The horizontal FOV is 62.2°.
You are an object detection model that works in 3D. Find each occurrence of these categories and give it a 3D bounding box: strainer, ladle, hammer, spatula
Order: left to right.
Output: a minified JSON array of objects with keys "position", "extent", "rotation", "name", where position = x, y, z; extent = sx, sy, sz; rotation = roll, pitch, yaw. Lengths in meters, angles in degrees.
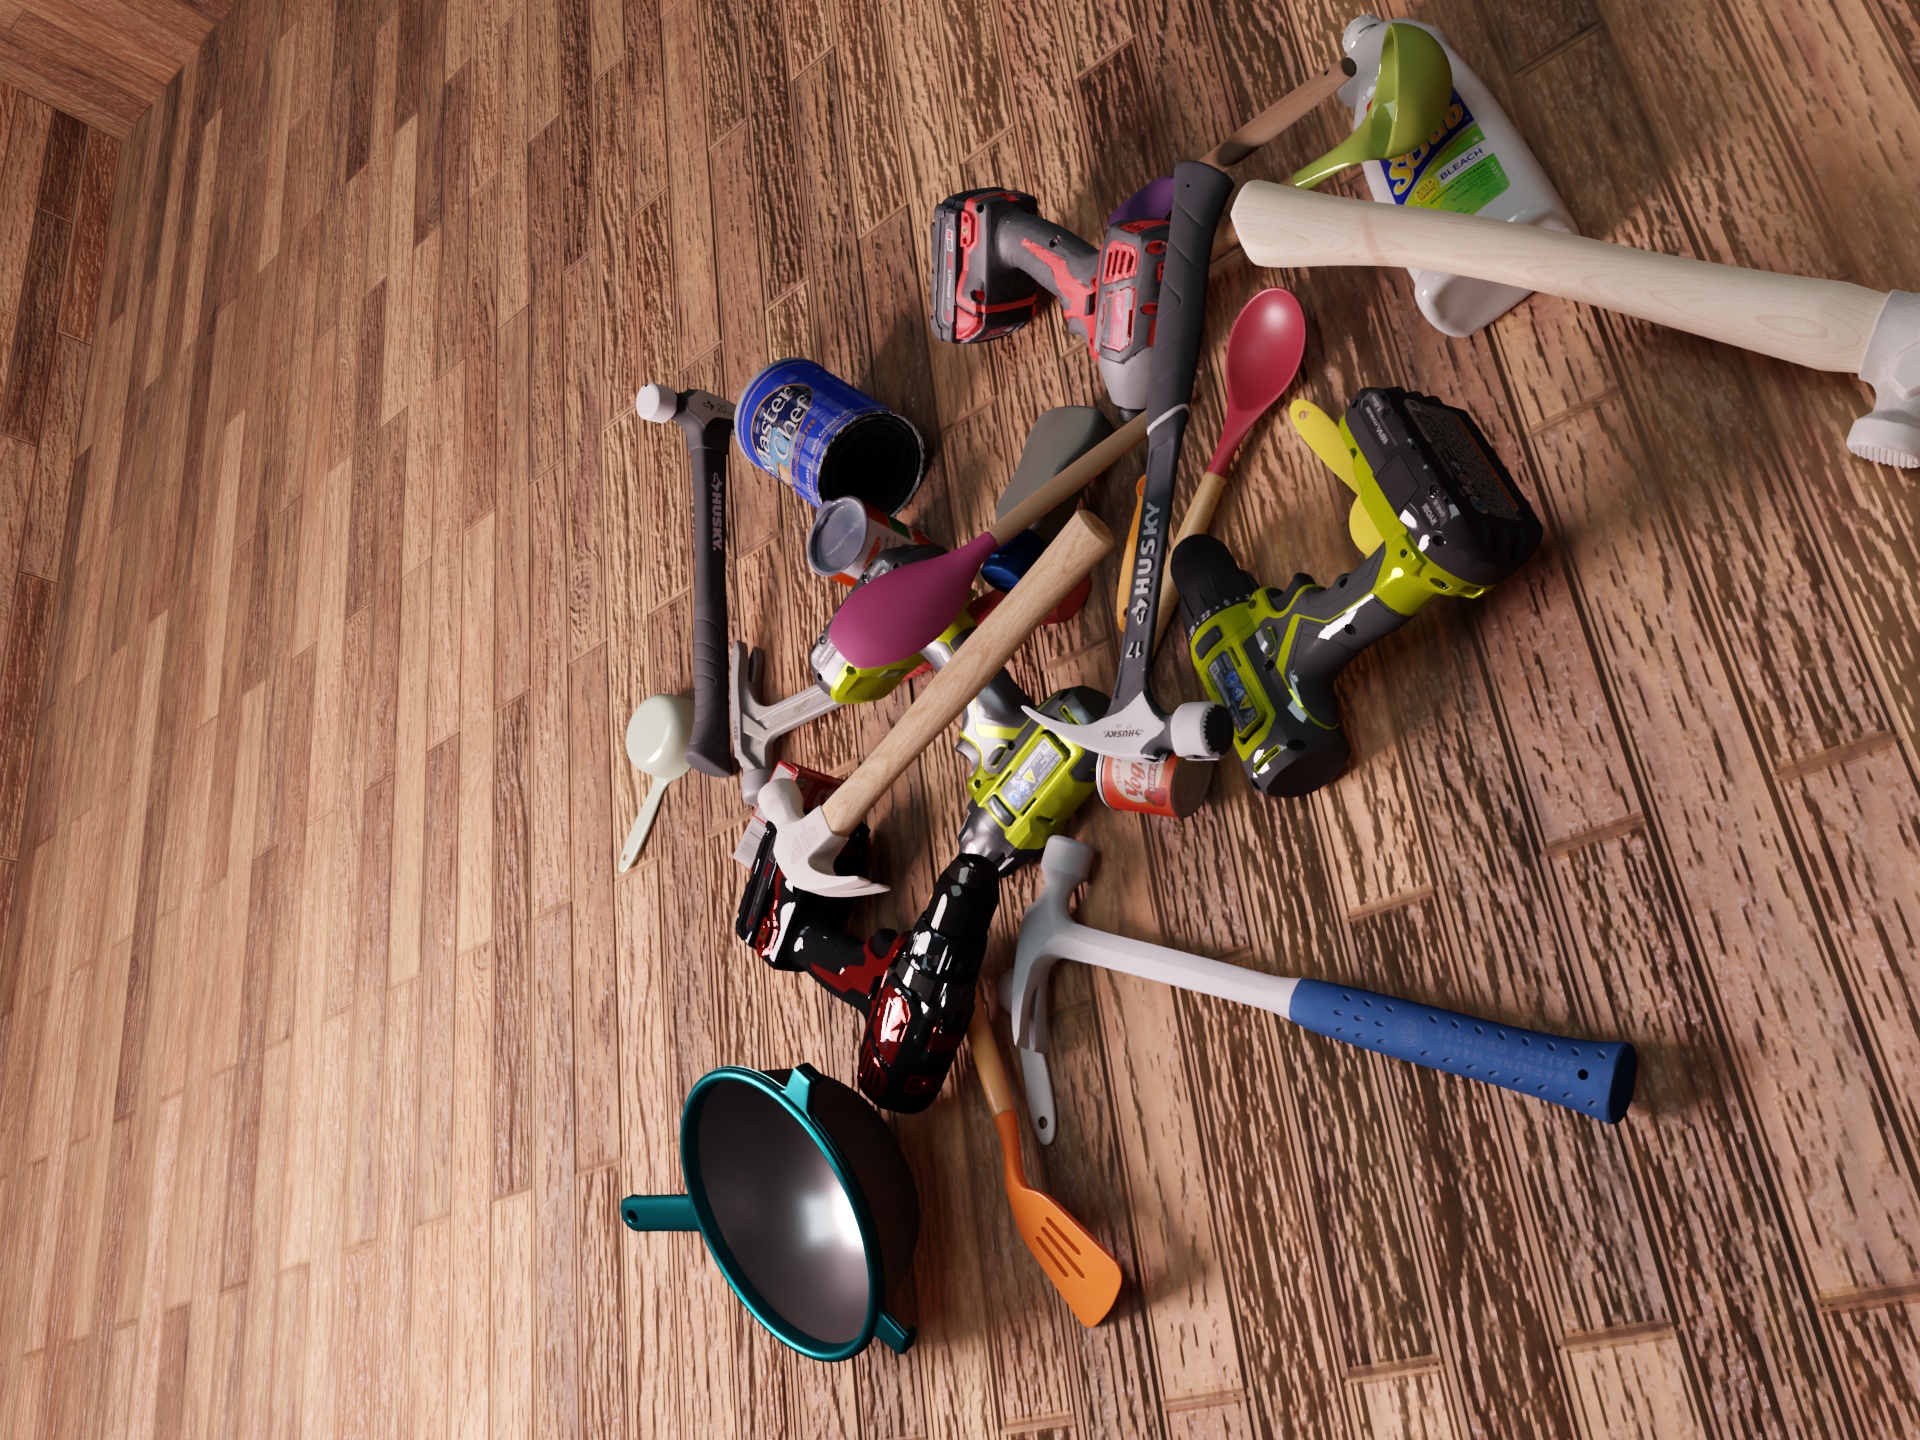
[{"position":[-0.213,-0.118,1.384],"extent":[0.035,0.146,0.335],"rotation":[-7,82,41],"name":"hammer"},{"position":[-0.135,0.339,1.150],"extent":[0.340,0.095,0.211],"rotation":[-22,88,50],"name":"strainer"},{"position":[-0.051,-0.055,1.254],"extent":[0.359,0.036,0.149],"rotation":[-24,60,35],"name":"hammer"},{"position":[-0.015,-0.007,1.059],"extent":[0.331,0.031,0.130],"rotation":[-48,47,21],"name":"hammer"},{"position":[0.032,0.245,1.071],"extent":[0.081,0.041,0.323],"rotation":[106,154,-44],"name":"spatula"},{"position":[0.128,-0.173,1.026],"extent":[0.149,0.036,0.409],"rotation":[-2,74,44],"name":"hammer"},{"position":[0.166,-0.145,1.096],"extent":[0.069,0.031,0.315],"rotation":[26,95,49],"name":"ladle"},{"position":[0.172,-0.381,1.098],"extent":[0.316,0.018,0.060],"rotation":[-10,66,67],"name":"spatula"},{"position":[0.200,-0.352,1.067],"extent":[0.320,0.062,0.078],"rotation":[-24,58,54],"name":"ladle"},{"position":[0.191,0.171,0.951],"extent":[0.406,0.035,0.144],"rotation":[9,78,43],"name":"hammer"},{"position":[0.345,-0.264,0.894],"extent":[0.411,0.038,0.146],"rotation":[23,97,30],"name":"hammer"}]

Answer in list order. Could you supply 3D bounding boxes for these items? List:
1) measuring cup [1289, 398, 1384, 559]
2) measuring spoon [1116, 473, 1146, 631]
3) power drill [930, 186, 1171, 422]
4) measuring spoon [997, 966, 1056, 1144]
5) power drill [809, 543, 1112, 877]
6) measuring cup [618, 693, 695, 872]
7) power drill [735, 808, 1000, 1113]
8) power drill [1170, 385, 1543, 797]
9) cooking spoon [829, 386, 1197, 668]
[{"position":[0.250,-0.161,1.021],"extent":[0.062,0.029,0.157],"rotation":[-46,53,21],"name":"measuring cup"},{"position":[0.128,-0.119,1.135],"extent":[0.021,0.011,0.117],"rotation":[4,81,42],"name":"measuring spoon"},{"position":[0.076,-0.313,1.184],"extent":[0.220,0.078,0.143],"rotation":[31,131,41],"name":"power drill"},{"position":[0.045,0.226,1.079],"extent":[0.034,0.018,0.124],"rotation":[-29,58,32],"name":"measuring spoon"},{"position":[-0.002,-0.004,1.136],"extent":[0.223,0.080,0.171],"rotation":[49,117,23],"name":"power drill"},{"position":[-0.284,0.054,1.423],"extent":[0.083,0.038,0.167],"rotation":[18,86,44],"name":"measuring cup"},{"position":[-0.061,0.143,1.132],"extent":[0.227,0.080,0.188],"rotation":[38,115,47],"name":"power drill"},{"position":[0.220,-0.090,0.965],"extent":[0.228,0.080,0.191],"rotation":[-51,47,40],"name":"power drill"},{"position":[0.042,-0.142,1.112],"extent":[0.319,0.017,0.069],"rotation":[-38,65,-10],"name":"cooking spoon"}]
